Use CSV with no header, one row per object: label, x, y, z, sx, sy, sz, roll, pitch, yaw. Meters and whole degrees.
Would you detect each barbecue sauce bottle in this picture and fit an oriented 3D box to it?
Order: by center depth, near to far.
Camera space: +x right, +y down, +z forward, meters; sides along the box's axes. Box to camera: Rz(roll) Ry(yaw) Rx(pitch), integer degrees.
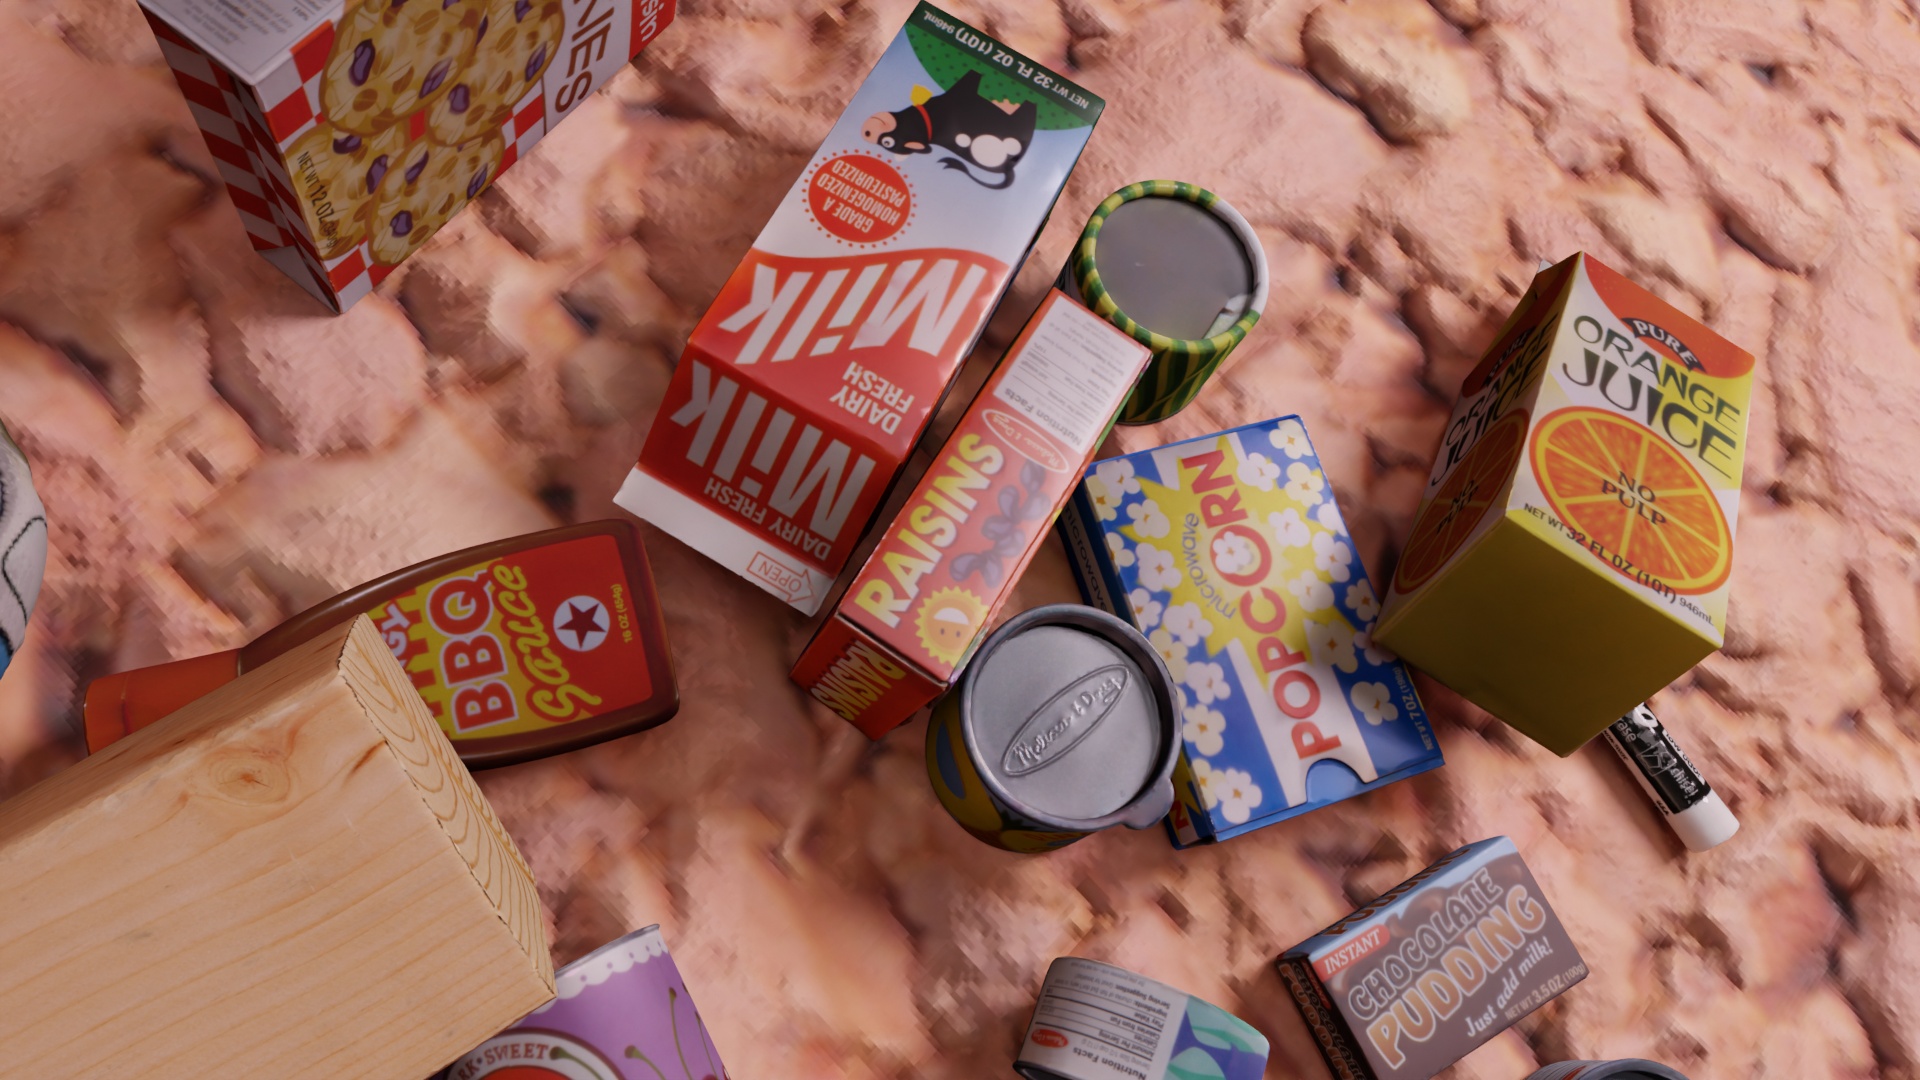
barbecue sauce bottle,-0.159,0.039,0.393,0.149,0.043,0.065,-13,82,-16

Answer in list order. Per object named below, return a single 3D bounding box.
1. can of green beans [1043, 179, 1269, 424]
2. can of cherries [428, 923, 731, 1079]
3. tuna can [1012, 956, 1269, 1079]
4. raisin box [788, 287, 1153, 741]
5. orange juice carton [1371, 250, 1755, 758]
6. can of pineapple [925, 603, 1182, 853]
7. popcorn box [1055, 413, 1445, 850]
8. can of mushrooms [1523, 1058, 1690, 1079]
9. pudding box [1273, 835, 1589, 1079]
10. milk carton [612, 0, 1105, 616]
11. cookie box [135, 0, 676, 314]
can of green beans,0.065,-0.081,0.480,0.071,0.057,0.071,4,70,-11
can of cherries,-0.097,0.141,0.355,0.072,0.071,0.058,-25,79,-20
tuna can,0.052,0.146,0.391,0.071,0.070,0.033,25,67,-3
raisin box,0.002,-0.005,0.422,0.040,0.086,0.124,35,67,-4
orange juice carton,0.210,-0.029,0.469,0.072,0.072,0.194,32,49,3
can of pineapple,0.027,0.060,0.419,0.071,0.057,0.071,4,70,-11
popcorn box,0.091,0.028,0.456,0.085,0.038,0.127,-14,74,-18
can of mushrooms,0.200,0.195,0.422,0.071,0.033,0.071,4,69,-12
pudding box,0.147,0.133,0.434,0.084,0.030,0.050,-23,76,-19
milk carton,-0.031,-0.071,0.446,0.072,0.073,0.191,30,67,-1
cookie box,-0.152,-0.162,0.425,0.040,0.122,0.168,37,67,1
